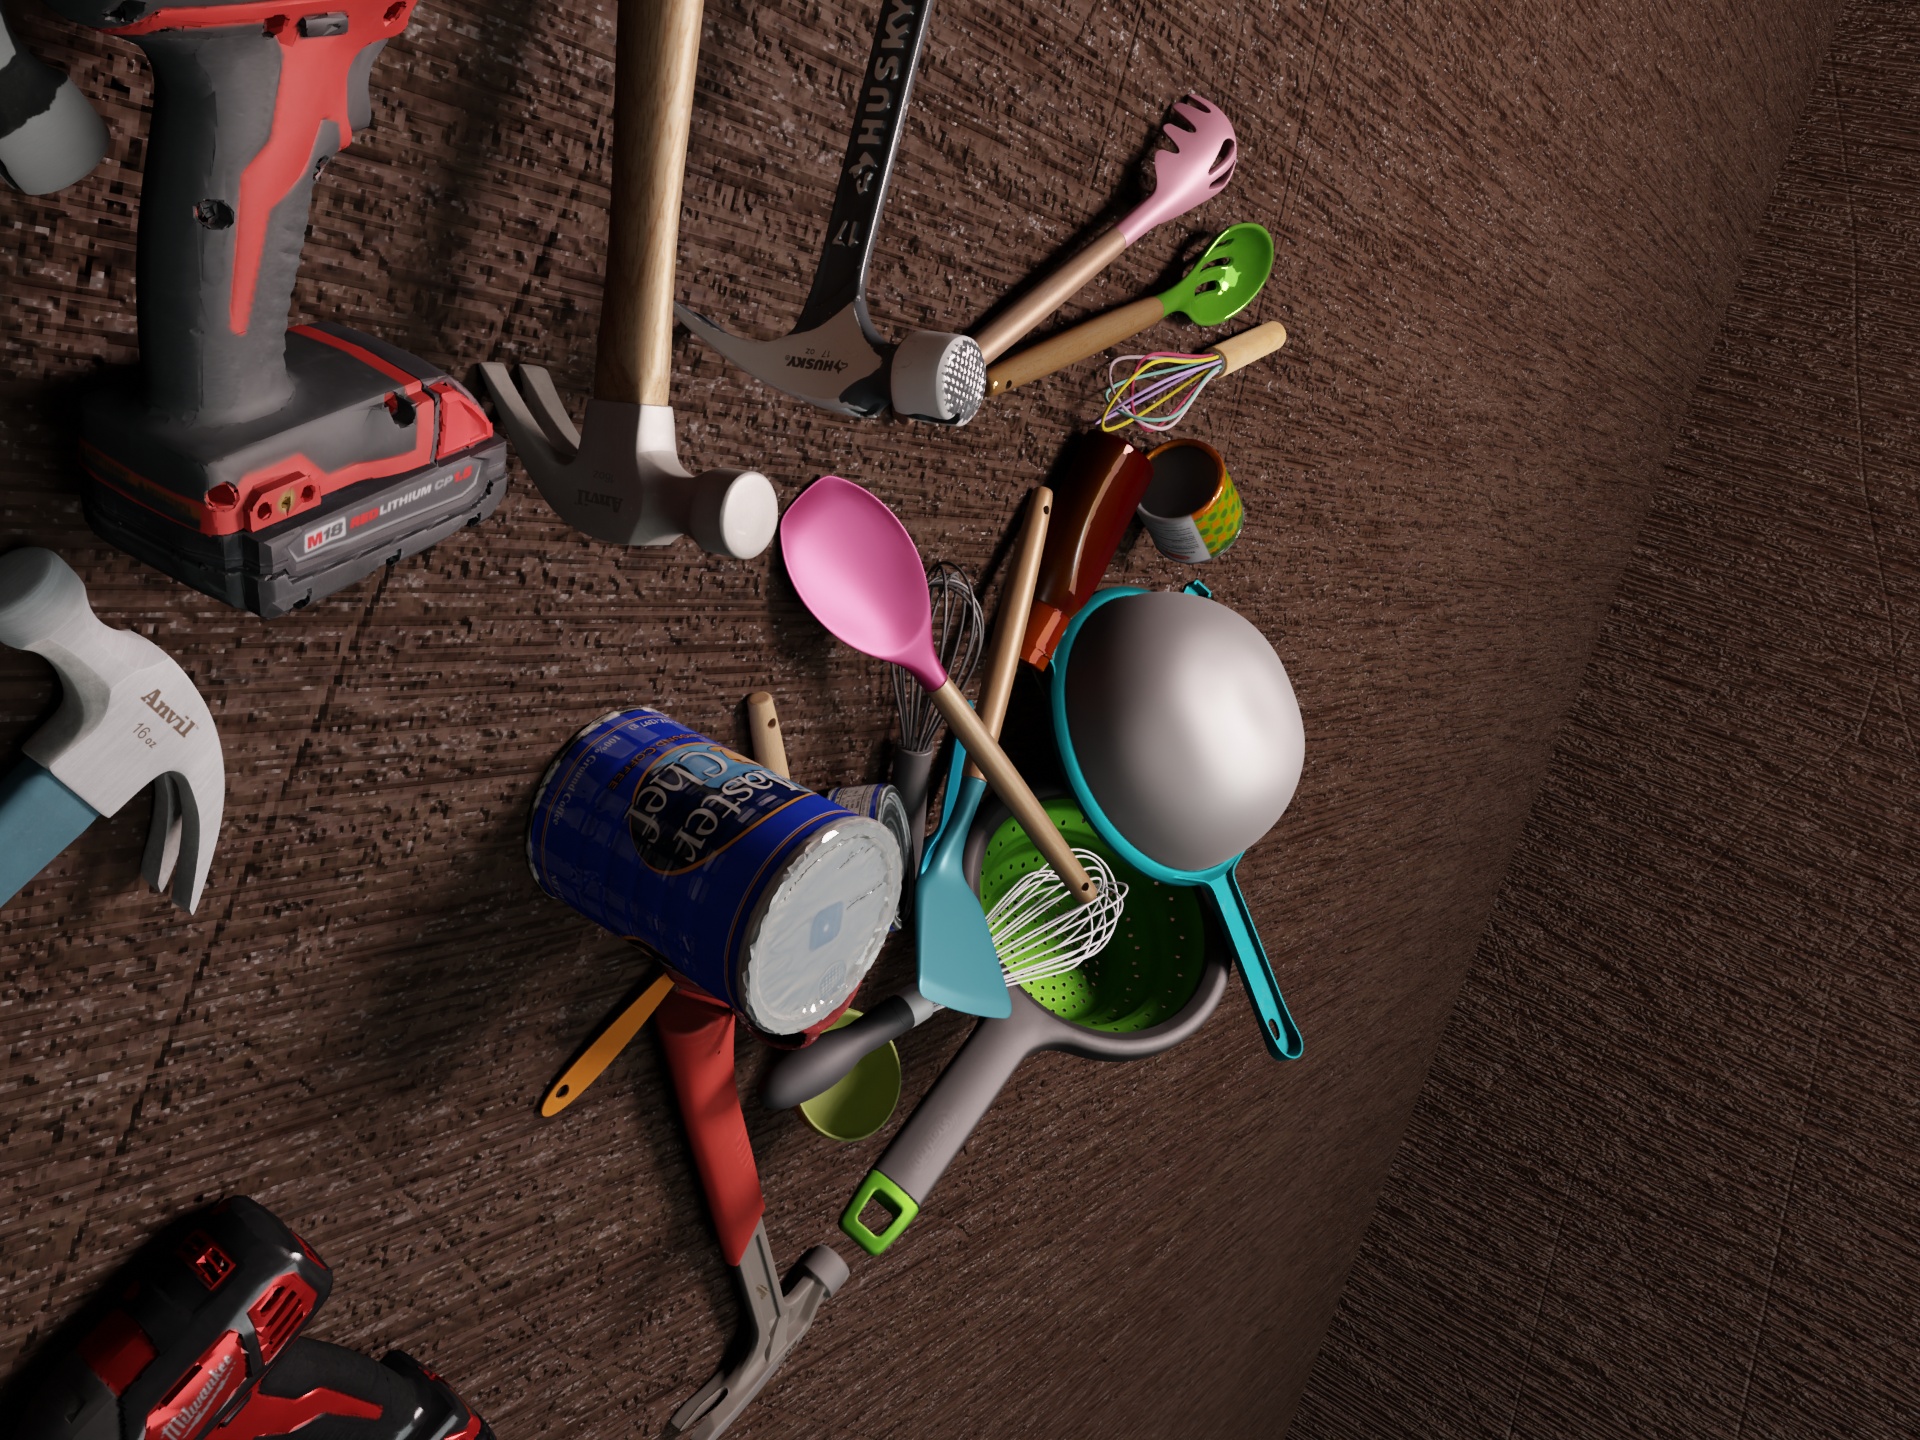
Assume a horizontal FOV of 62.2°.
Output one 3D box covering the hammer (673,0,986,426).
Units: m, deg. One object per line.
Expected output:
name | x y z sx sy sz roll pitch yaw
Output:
hammer | -0.016 -0.326 0.643 0.036 0.149 0.409 12 91 -60

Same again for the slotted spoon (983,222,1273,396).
slotted spoon | 0.103 -0.242 0.949 0.314 0.031 0.070 -35 148 -45

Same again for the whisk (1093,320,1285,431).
whisk | 0.160 -0.234 1.050 0.245 0.051 0.047 -33 132 -48

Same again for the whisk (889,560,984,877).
whisk | -0.024 0.017 0.932 0.055 0.055 0.238 -28 137 -47

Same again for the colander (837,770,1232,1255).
colander | 0.033 0.192 1.043 0.397 0.204 0.094 -48 178 -38

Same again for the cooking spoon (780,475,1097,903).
cooking spoon | -0.001 -0.003 0.875 0.069 0.017 0.318 -47 124 -18

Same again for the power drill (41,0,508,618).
power drill | -0.181 -0.164 0.472 0.188 0.080 0.226 -43 153 -51

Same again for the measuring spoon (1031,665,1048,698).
measuring spoon | 0.063 -0.016 1.085 0.034 0.018 0.124 -52 141 -19

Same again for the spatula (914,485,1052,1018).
spatula | 0.023 0.011 0.932 0.082 0.044 0.317 24 74 -44

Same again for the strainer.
strainer | 0.185 0.058 1.054 0.211 0.095 0.340 -17 84 -45

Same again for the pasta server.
pasta server | 0.065 -0.259 0.896 0.316 0.040 0.060 -44 144 -26

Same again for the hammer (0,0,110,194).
hammer | -0.185 -0.309 0.444 0.335 0.035 0.146 -53 149 -21

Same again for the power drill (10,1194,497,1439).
power drill | -0.299 0.309 0.674 0.143 0.079 0.219 -49 144 -27

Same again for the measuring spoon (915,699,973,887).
measuring spoon | -0.014 0.048 1.005 0.042 0.021 0.128 4 98 -64

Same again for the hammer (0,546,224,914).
hammer | -0.356 0.105 0.473 0.331 0.033 0.128 -53 147 -21

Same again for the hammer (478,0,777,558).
hammer | -0.110 -0.229 0.566 0.031 0.130 0.331 -8 107 -56

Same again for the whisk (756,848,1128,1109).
whisk | -0.005 0.153 0.945 0.284 0.070 0.070 -26 133 -35

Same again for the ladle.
ladle | -0.082 0.119 0.903 0.078 0.062 0.319 -40 139 -37

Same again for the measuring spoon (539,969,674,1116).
measuring spoon | -0.177 0.157 0.825 0.117 0.011 0.021 -48 143 -21

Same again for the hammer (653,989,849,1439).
hammer | -0.142 0.293 0.952 0.149 0.037 0.358 -43 144 -35
